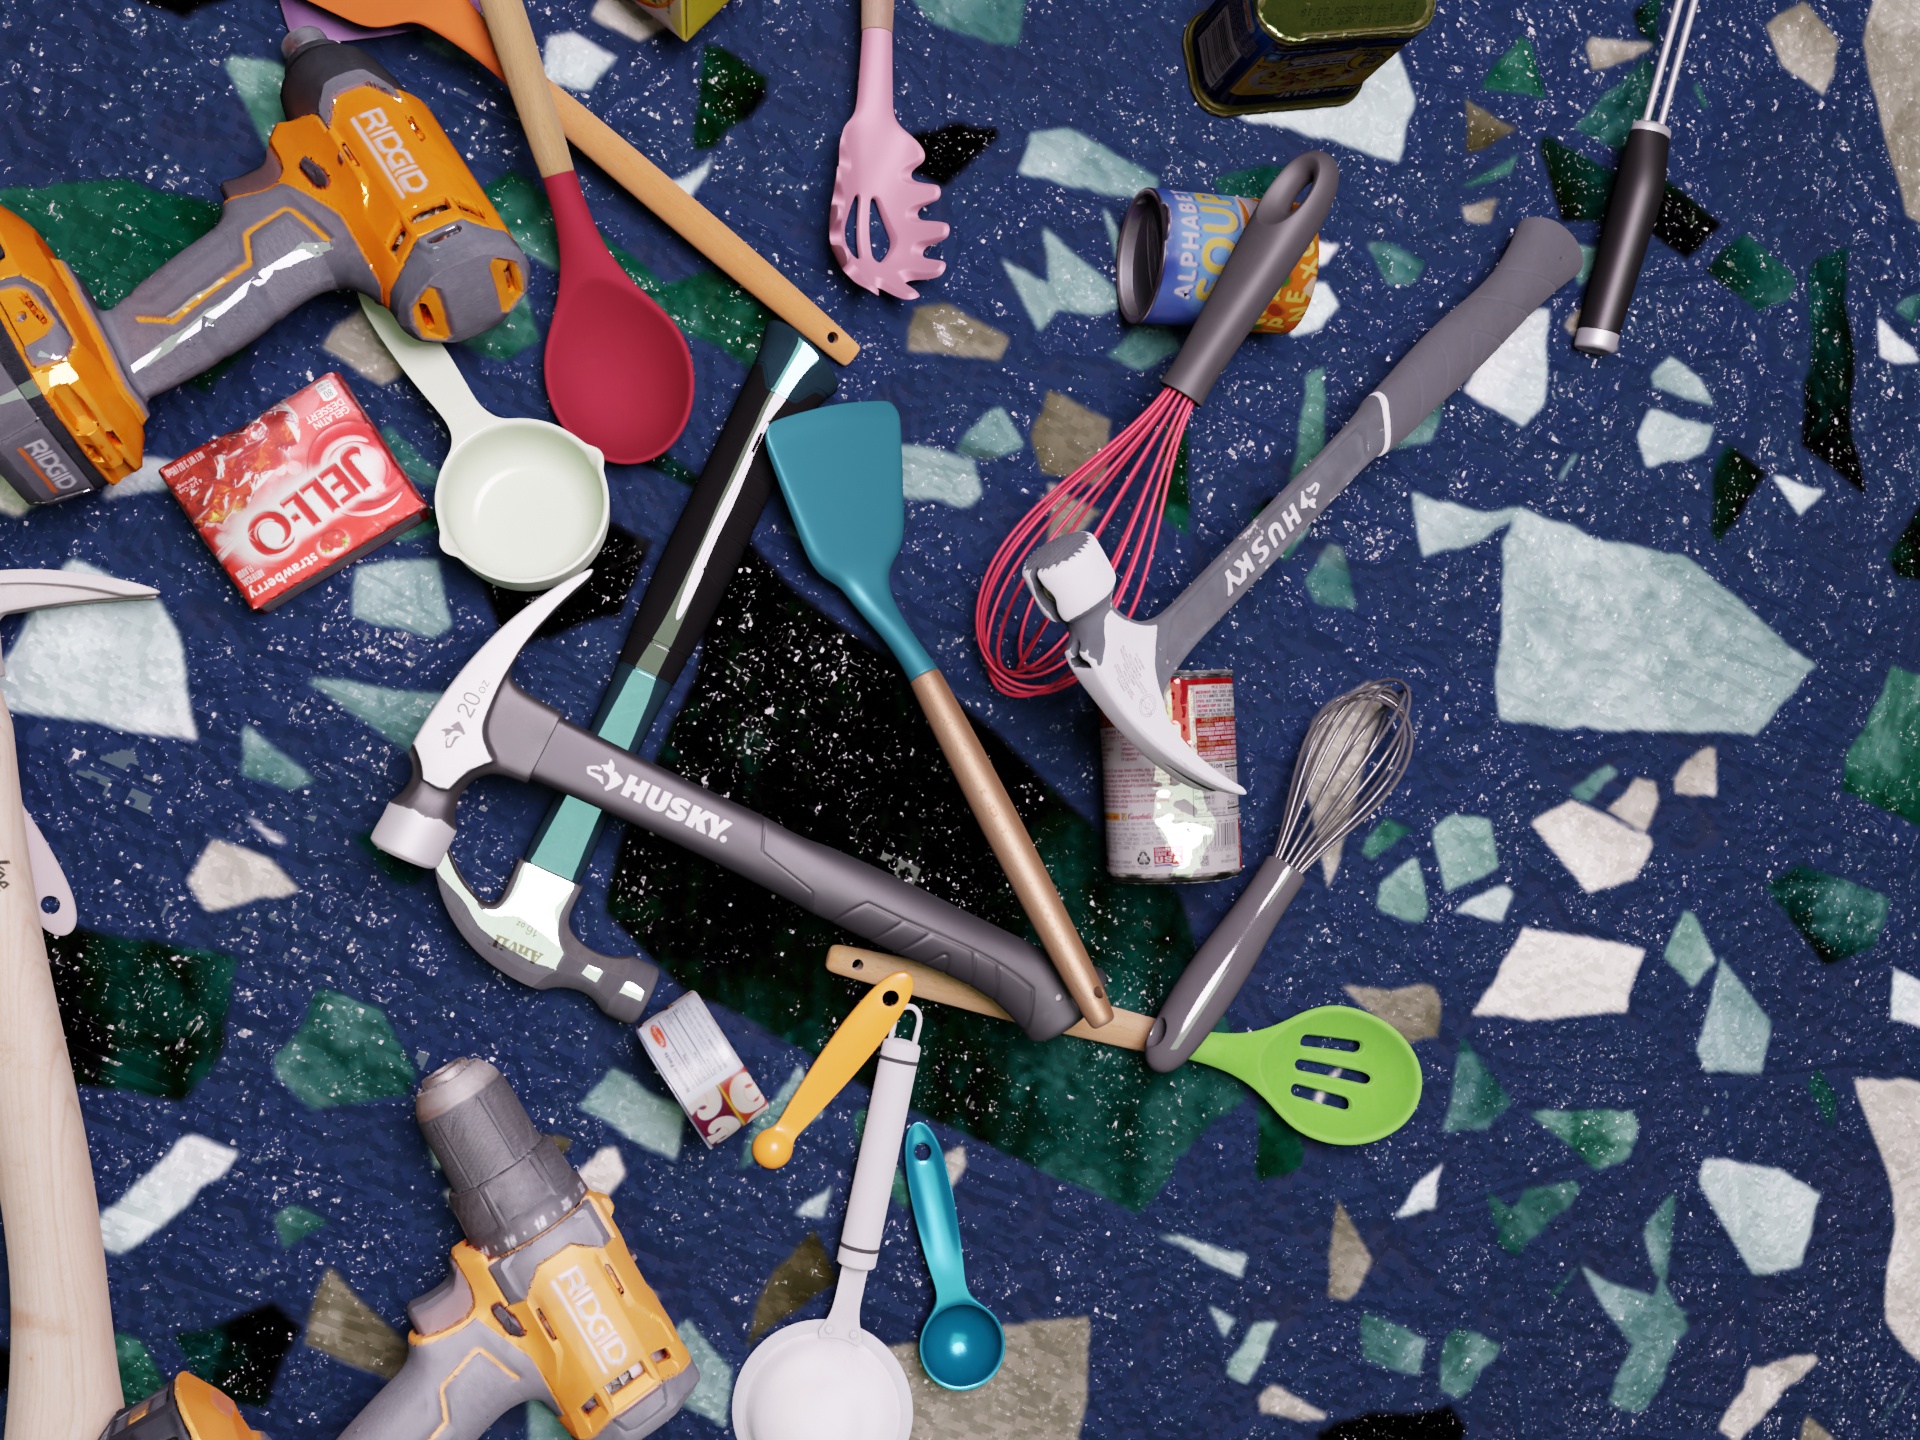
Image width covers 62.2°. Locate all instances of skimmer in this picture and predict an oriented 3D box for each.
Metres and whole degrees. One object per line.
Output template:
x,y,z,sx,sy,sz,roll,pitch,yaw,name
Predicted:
0.384,-0.384,0.889,0.127,0.090,0.363,11,96,-15,skimmer

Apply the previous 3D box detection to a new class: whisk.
0.095,-0.140,0.762,0.073,0.073,0.296,30,97,-11,whisk
0.160,0.075,0.802,0.055,0.055,0.239,38,76,-10,whisk

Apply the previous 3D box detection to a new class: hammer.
-0.388,0.142,0.674,0.146,0.038,0.410,-10,94,-29,hammer
-0.079,0.059,0.729,0.334,0.035,0.146,27,83,-14,hammer
-0.141,-0.034,0.748,0.128,0.033,0.331,26,82,-13,hammer
0.197,-0.130,0.783,0.409,0.036,0.149,-43,116,-26,hammer

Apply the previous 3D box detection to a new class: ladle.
-0.189,-0.269,0.709,0.069,0.031,0.315,-16,108,-2,ladle

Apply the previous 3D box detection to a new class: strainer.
-0.052,0.263,0.759,0.087,0.050,0.258,12,82,1,strainer

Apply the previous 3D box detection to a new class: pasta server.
-0.036,-0.361,0.766,0.060,0.040,0.316,0,95,-30,pasta server

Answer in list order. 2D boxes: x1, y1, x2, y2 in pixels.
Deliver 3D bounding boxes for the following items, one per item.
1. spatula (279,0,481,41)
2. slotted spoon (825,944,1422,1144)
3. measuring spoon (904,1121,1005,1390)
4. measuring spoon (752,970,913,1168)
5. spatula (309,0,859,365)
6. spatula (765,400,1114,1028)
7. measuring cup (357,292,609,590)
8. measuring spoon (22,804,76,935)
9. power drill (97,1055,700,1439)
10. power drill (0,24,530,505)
-0.163,-0.374,0.760,0.316,0.018,0.060,-14,94,-13,spatula
0.085,0.153,0.801,0.313,0.031,0.070,15,84,-11,slotted spoon
-0.009,0.261,0.783,0.042,0.021,0.129,-11,82,-8,measuring spoon
-0.060,0.168,0.763,0.021,0.011,0.117,38,90,-11,measuring spoon
-0.176,-0.275,0.744,0.322,0.041,0.081,38,90,-17,spatula
-0.001,-0.002,0.750,0.082,0.044,0.317,-20,78,-41,spatula
-0.225,-0.133,0.732,0.083,0.038,0.167,-35,86,-12,measuring cup
-0.417,0.038,0.685,0.034,0.018,0.124,-28,96,-13,measuring spoon
-0.249,0.272,0.681,0.226,0.084,0.185,-30,96,-24,power drill
-0.322,-0.205,0.679,0.226,0.084,0.164,-30,75,-16,power drill
